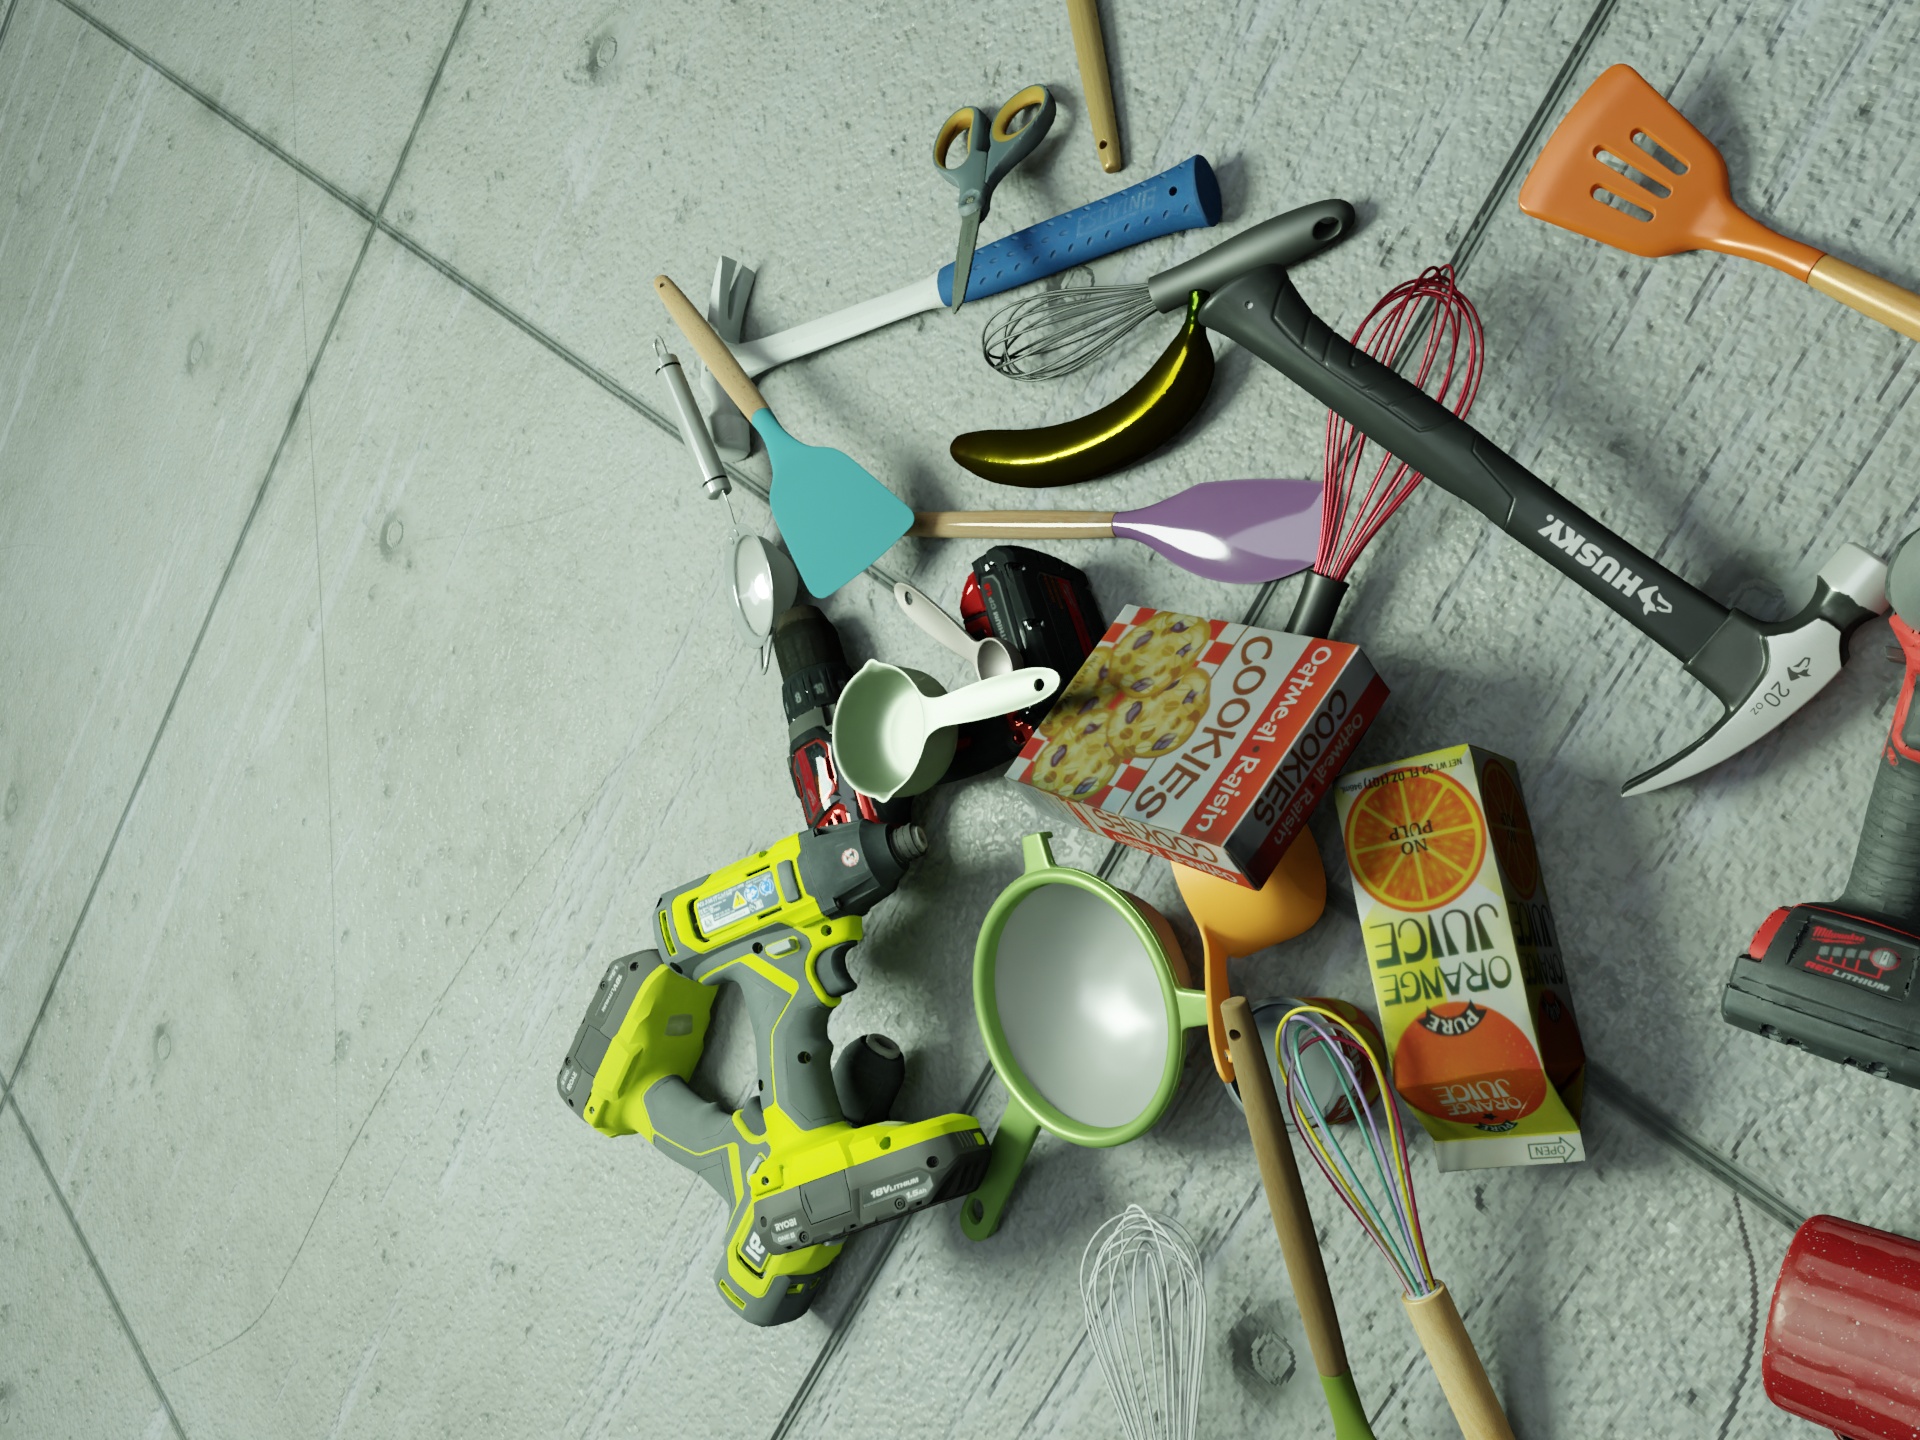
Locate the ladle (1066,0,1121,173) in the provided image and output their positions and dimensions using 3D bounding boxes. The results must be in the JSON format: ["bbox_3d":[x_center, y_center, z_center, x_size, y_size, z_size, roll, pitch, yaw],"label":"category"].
[{"bbox_3d":[0.070,-0.490,1.014,0.069,0.031,0.315,-18,74,33],"label":"ladle"}]

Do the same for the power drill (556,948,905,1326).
[{"bbox_3d":[-0.144,0.243,1.023,0.229,0.080,0.190,32,102,33],"label":"power drill"}]

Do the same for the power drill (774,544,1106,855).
[{"bbox_3d":[-0.023,-0.023,0.979,0.226,0.080,0.188,-31,65,32],"label":"power drill"}]

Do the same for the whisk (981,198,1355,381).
[{"bbox_3d":[0.115,-0.252,0.930,0.239,0.055,0.055,-16,73,29],"label":"whisk"}]

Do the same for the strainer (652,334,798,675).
[{"bbox_3d":[-0.162,-0.154,1.096,0.087,0.050,0.258,-40,71,59],"label":"strainer"}]

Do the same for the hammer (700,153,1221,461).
[{"bbox_3d":[-0.020,-0.286,1.040,0.405,0.035,0.144,-10,77,35],"label":"hammer"}]

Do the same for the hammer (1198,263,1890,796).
[{"bbox_3d":[0.250,-0.107,0.753,0.335,0.035,0.146,40,109,15],"label":"hammer"}]

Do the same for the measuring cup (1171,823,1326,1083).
[{"bbox_3d":[0.148,0.101,0.791,0.052,0.095,0.174,-28,33,27],"label":"measuring cup"}]

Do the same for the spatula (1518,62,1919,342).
[{"bbox_3d":[0.403,-0.193,0.710,0.323,0.041,0.081,43,107,32],"label":"spatula"}]

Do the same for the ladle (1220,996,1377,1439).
[{"bbox_3d":[0.162,0.283,0.737,0.078,0.062,0.320,-10,99,36],"label":"ladle"}]

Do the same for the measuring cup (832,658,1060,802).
[{"bbox_3d":[-0.001,-0.003,0.882,0.167,0.038,0.083,-16,75,39],"label":"measuring cup"}]

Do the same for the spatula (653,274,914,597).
[{"bbox_3d":[-0.140,-0.212,1.077,0.082,0.044,0.318,-39,54,6],"label":"spatula"}]

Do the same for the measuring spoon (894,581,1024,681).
[{"bbox_3d":[0.000,-0.051,0.905,0.124,0.018,0.034,41,134,44],"label":"measuring spoon"}]

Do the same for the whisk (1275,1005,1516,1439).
[{"bbox_3d":[0.209,0.246,0.739,0.047,0.051,0.245,-24,90,15],"label":"whisk"}]

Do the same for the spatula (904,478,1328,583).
[{"bbox_3d":[0.072,-0.115,0.955,0.316,0.018,0.060,6,89,36],"label":"spatula"}]

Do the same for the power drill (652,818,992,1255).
[{"bbox_3d":[-0.072,0.175,0.914,0.171,0.080,0.223,-24,72,16],"label":"power drill"}]

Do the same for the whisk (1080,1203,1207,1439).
[{"bbox_3d":[0.108,0.398,0.828,0.070,0.070,0.285,-11,81,35],"label":"whisk"}]

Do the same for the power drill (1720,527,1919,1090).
[{"bbox_3d":[0.379,0.026,0.630,0.079,0.143,0.219,18,96,34],"label":"power drill"}]

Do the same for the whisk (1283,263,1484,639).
[{"bbox_3d":[0.200,-0.093,0.834,0.073,0.073,0.295,28,105,36],"label":"whisk"}]

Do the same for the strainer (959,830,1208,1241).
[{"bbox_3d":[0.064,0.194,0.894,0.152,0.069,0.256,43,125,35],"label":"strainer"}]
